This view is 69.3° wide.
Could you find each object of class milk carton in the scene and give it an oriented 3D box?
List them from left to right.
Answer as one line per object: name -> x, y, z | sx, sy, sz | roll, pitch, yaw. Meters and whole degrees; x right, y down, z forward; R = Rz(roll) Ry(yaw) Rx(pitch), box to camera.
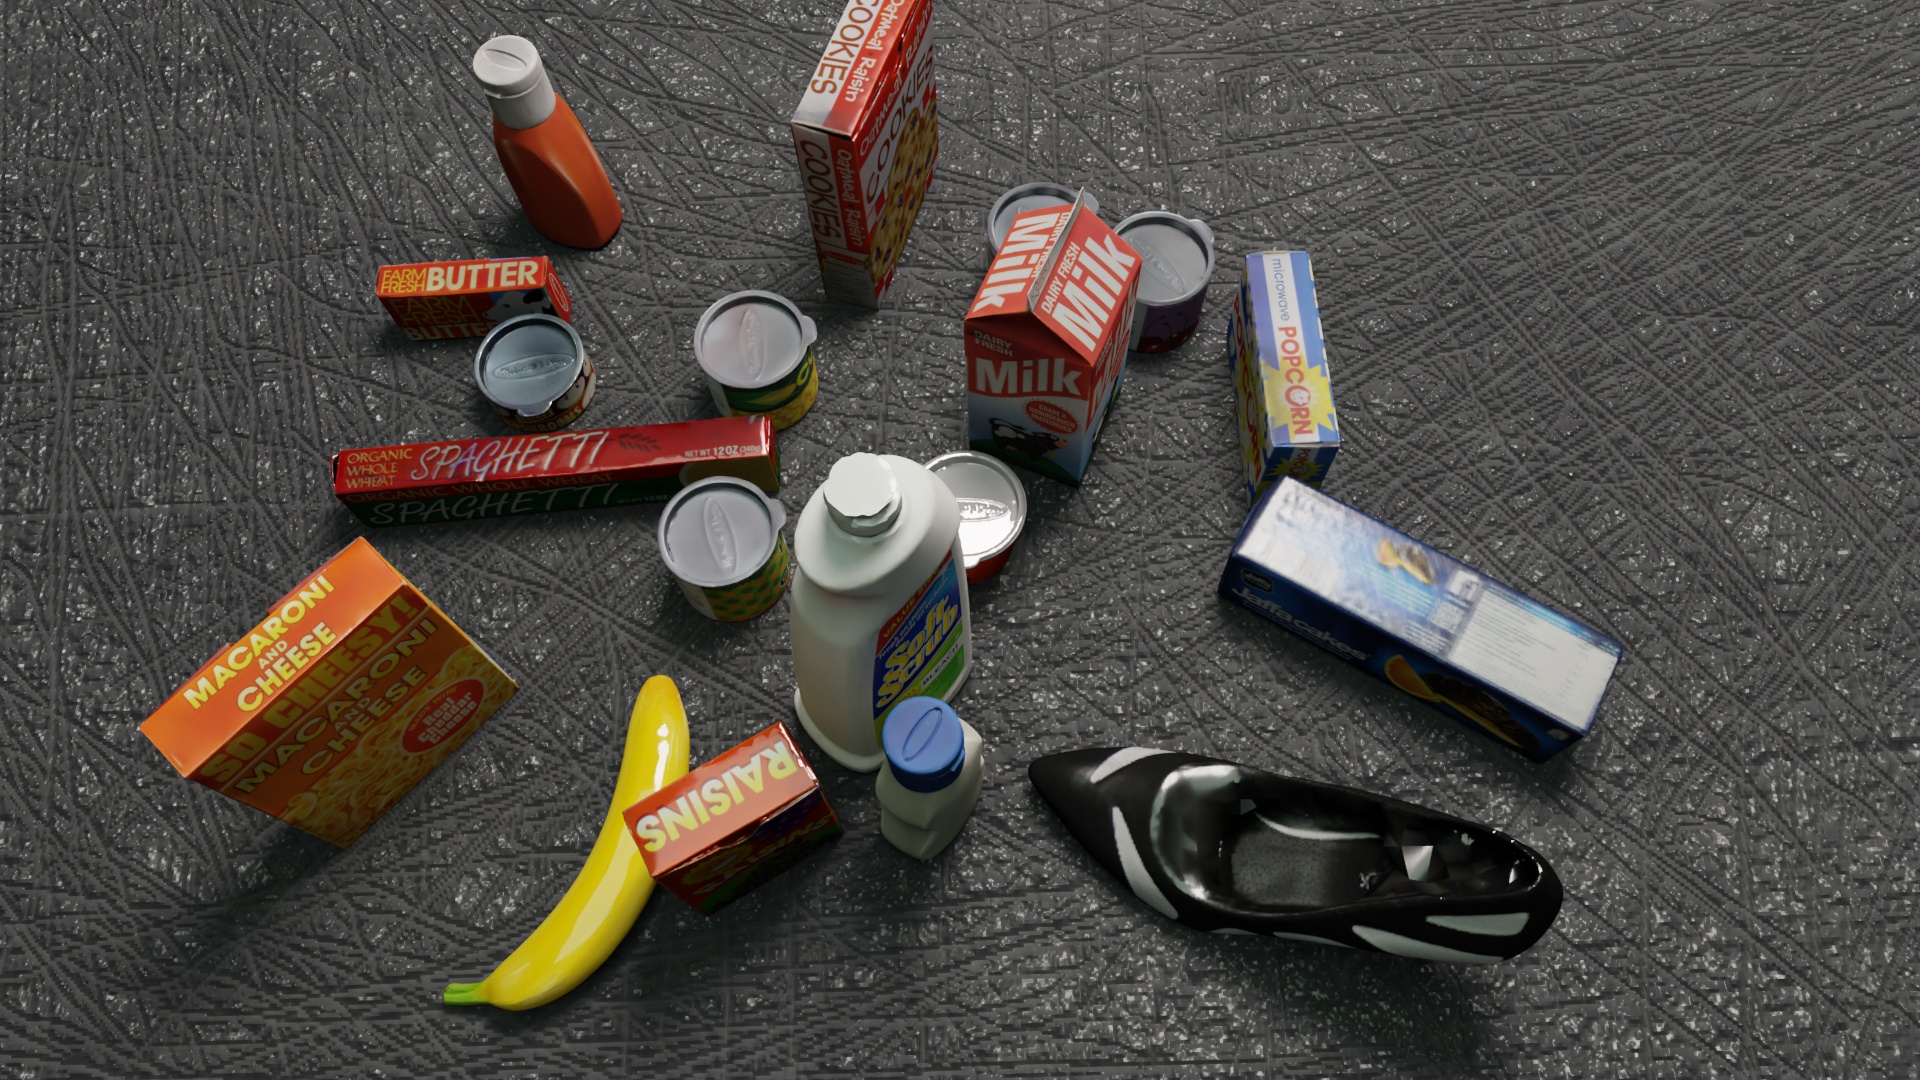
milk carton -> 0.049, -0.108, 0.753 | 0.073, 0.189, 0.072 | 21, 69, 10

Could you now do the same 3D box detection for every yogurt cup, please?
yogurt cup -> 0.003, -0.010, 0.785 | 0.072, 0.053, 0.072 | 0, 67, 1

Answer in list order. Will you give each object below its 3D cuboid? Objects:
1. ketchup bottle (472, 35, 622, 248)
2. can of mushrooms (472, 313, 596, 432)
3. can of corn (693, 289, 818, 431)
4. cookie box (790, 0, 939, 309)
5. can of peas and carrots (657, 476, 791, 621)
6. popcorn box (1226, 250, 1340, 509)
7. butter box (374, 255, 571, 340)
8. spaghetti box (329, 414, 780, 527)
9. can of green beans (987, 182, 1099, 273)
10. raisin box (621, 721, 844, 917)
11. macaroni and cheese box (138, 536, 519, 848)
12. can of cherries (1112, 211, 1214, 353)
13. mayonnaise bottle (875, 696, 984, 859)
ketchup bottle -> -0.252, -0.237, 0.838 | 0.065, 0.148, 0.044 | 22, 69, 10
can of mushrooms -> -0.257, -0.099, 0.840 | 0.071, 0.033, 0.071 | 0, 66, 1
can of corn -> -0.118, -0.106, 0.827 | 0.071, 0.058, 0.071 | 0, 67, 1
cookie box -> -0.050, -0.235, 0.823 | 0.040, 0.166, 0.123 | 16, 68, 8
can of peas and carrots -> -0.129, 0.005, 0.778 | 0.071, 0.058, 0.071 | 0, 67, 1
popcorn box -> 0.183, -0.091, 0.800 | 0.038, 0.085, 0.127 | -2, 67, 0
butter box -> -0.297, -0.148, 0.852 | 0.103, 0.053, 0.024 | -3, 67, 0
spaghetti box -> -0.231, -0.040, 0.805 | 0.250, 0.050, 0.029 | -5, 67, -1
can of green beans -> 0.050, -0.176, 0.855 | 0.071, 0.057, 0.071 | 0, 67, 1
raisin box -> -0.108, 0.140, 0.684 | 0.086, 0.123, 0.040 | -28, 69, -11
macaroni and cheese box -> -0.303, 0.081, 0.690 | 0.040, 0.165, 0.124 | 40, 73, 16
can of cherries -> 0.120, -0.157, 0.845 | 0.071, 0.058, 0.072 | 0, 67, 1
mayonnaise bottle -> -0.015, 0.114, 0.680 | 0.041, 0.147, 0.065 | 30, 71, 13
